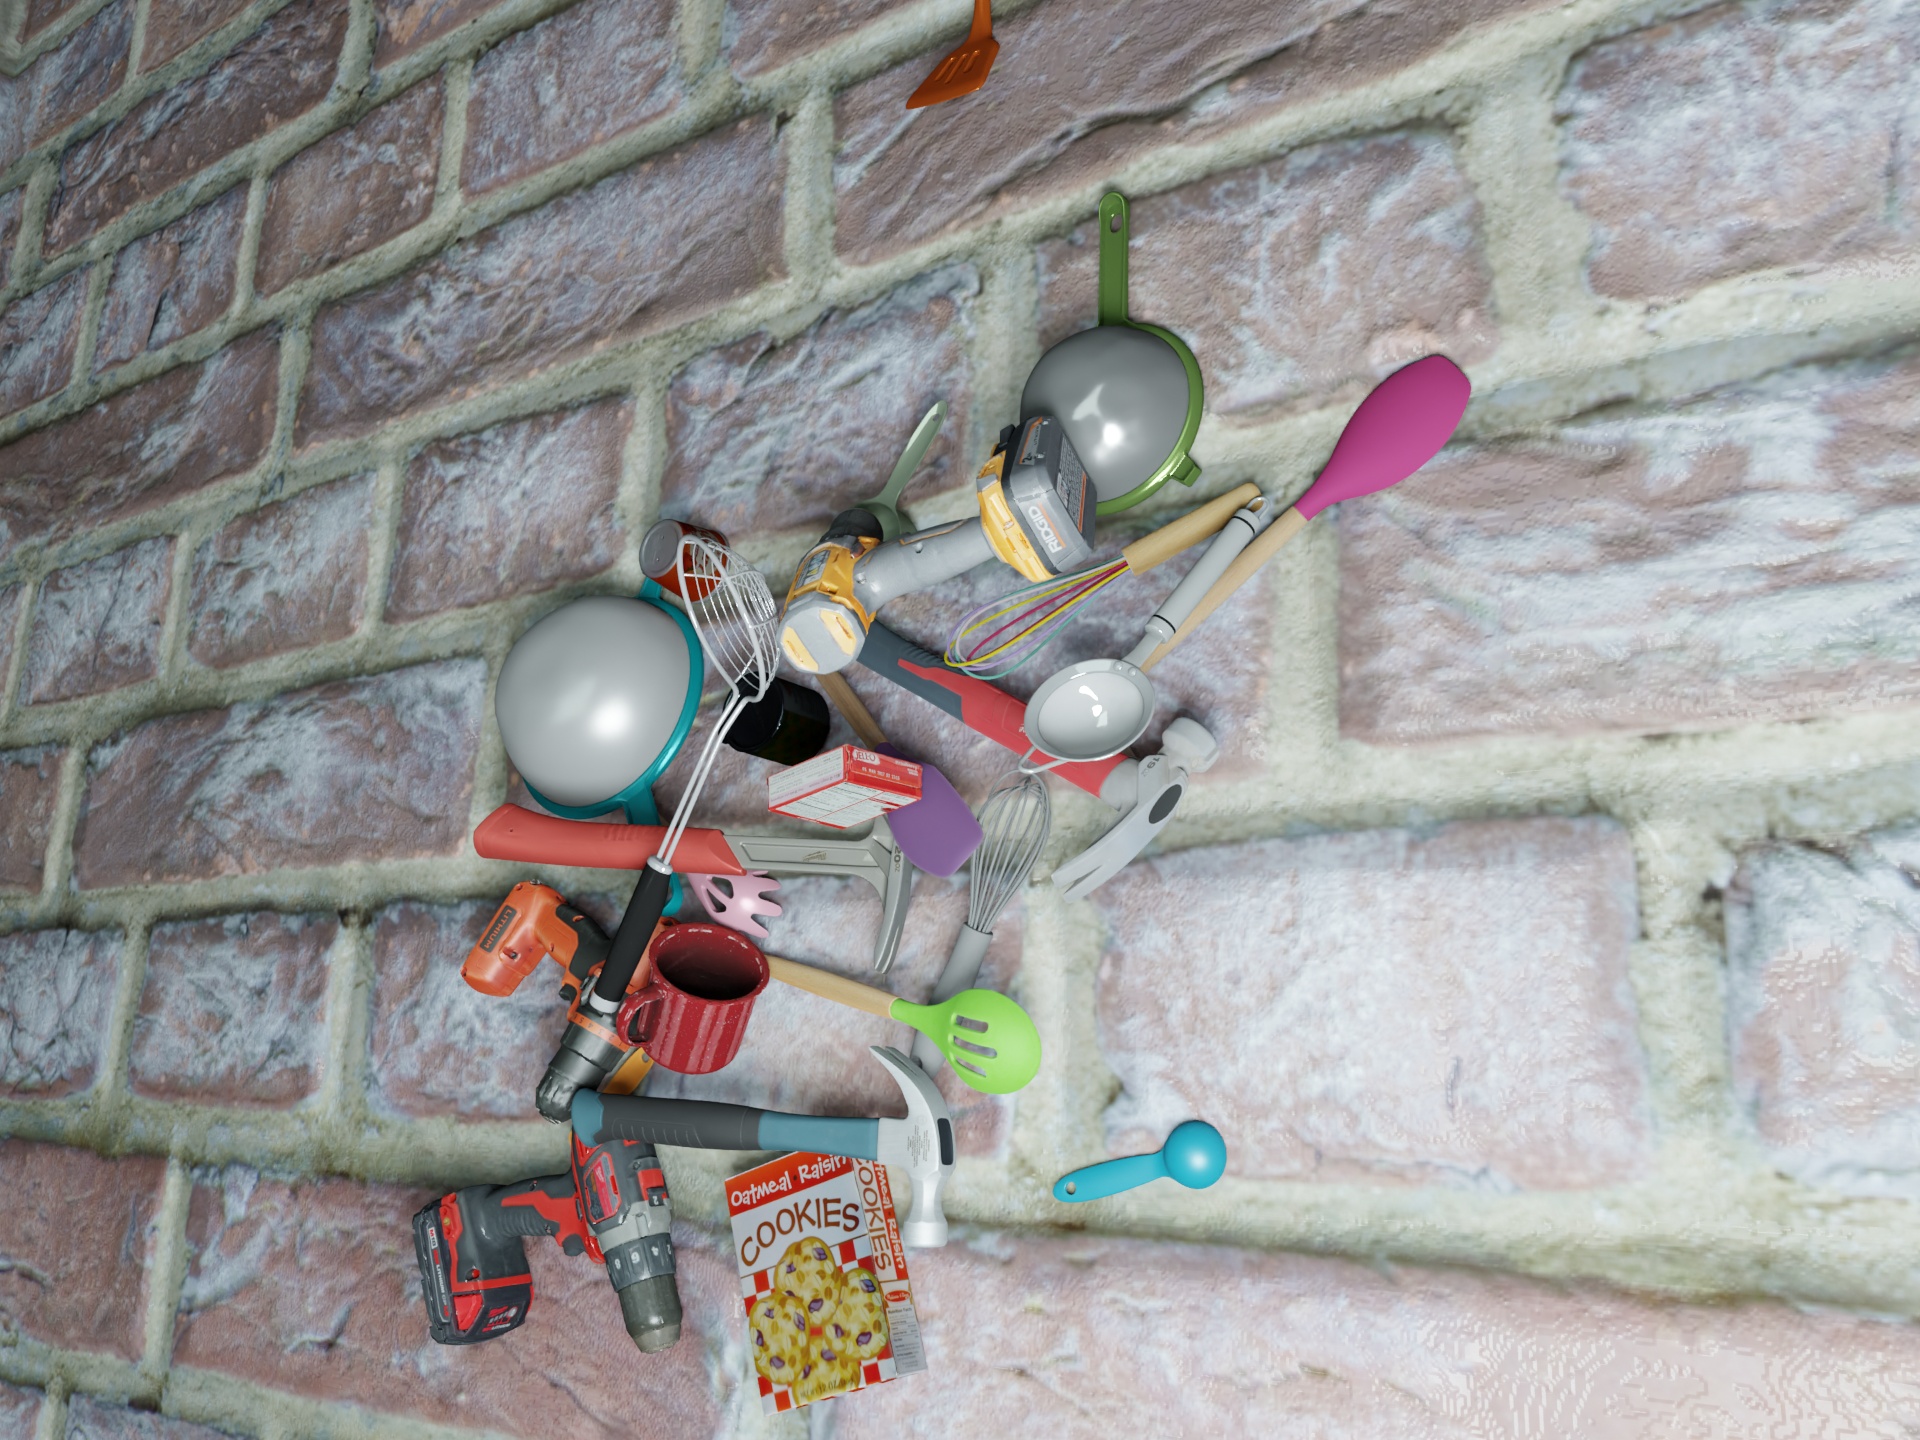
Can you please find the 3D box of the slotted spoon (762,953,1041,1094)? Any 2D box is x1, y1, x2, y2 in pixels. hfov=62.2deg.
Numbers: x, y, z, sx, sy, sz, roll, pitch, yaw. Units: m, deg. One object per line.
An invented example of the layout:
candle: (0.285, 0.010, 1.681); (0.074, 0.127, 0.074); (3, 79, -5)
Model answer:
slotted spoon: (-0.061, 0.203, 1.137); (0.314, 0.031, 0.070); (7, 98, 49)

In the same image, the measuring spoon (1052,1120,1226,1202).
measuring spoon: (0.109, 0.288, 1.019); (0.128, 0.021, 0.042); (-24, 63, 27)

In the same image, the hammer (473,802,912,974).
hammer: (-0.211, 0.109, 1.227); (0.359, 0.036, 0.149); (1, 74, 16)

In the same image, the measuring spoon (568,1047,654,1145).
measuring spoon: (-0.284, 0.310, 1.311); (0.021, 0.011, 0.117); (43, 100, 20)

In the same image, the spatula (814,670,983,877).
spatula: (-0.072, 0.009, 1.204); (0.060, 0.018, 0.316); (-47, 46, 10)

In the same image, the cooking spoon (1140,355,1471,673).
cooking spoon: (0.209, -0.121, 1.069); (0.319, 0.017, 0.069); (-44, 54, 17)

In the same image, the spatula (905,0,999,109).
spatula: (0.020, -0.659, 1.353); (0.081, 0.041, 0.323); (1, 76, 37)

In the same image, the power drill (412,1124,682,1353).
power drill: (-0.318, 0.427, 1.261); (0.226, 0.080, 0.188); (-29, 67, 22)

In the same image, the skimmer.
skimmer: (-0.221, 0.046, 1.159); (0.127, 0.090, 0.363); (34, 104, 50)

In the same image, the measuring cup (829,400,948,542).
measuring cup: (-0.045, -0.173, 1.260); (0.083, 0.038, 0.167); (32, 94, 38)

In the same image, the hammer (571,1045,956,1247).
hammer: (-0.150, 0.294, 1.139); (0.331, 0.033, 0.128); (-4, 76, 30)

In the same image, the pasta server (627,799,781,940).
pasta server: (-0.255, 0.087, 1.346); (0.316, 0.040, 0.060); (36, 99, 42)

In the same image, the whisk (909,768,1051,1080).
whisk: (0.009, 0.147, 1.121); (0.055, 0.055, 0.239); (25, 96, 38)

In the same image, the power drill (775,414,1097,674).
power drill: (-0.019, -0.132, 1.133); (0.226, 0.084, 0.185); (-24, 27, 20)

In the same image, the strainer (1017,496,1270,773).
strainer: (0.127, -0.052, 1.039); (0.087, 0.050, 0.258); (29, 72, 38)

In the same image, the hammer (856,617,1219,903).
hammer: (-0.002, -0.004, 1.141); (0.143, 0.038, 0.387); (-45, 44, -16)

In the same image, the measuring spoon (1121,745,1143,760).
measuring spoon: (0.101, 0.009, 1.110); (0.034, 0.018, 0.124); (-44, 55, 18)

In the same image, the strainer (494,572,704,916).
strainer: (-0.308, 0.017, 1.332); (0.211, 0.095, 0.341); (-37, 51, 13)

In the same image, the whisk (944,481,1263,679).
whisk: (0.098, -0.096, 1.097); (0.245, 0.047, 0.051); (-28, 90, 8)

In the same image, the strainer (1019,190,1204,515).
strainer: (0.098, -0.280, 1.165); (0.151, 0.069, 0.256); (-6, 74, 35)
